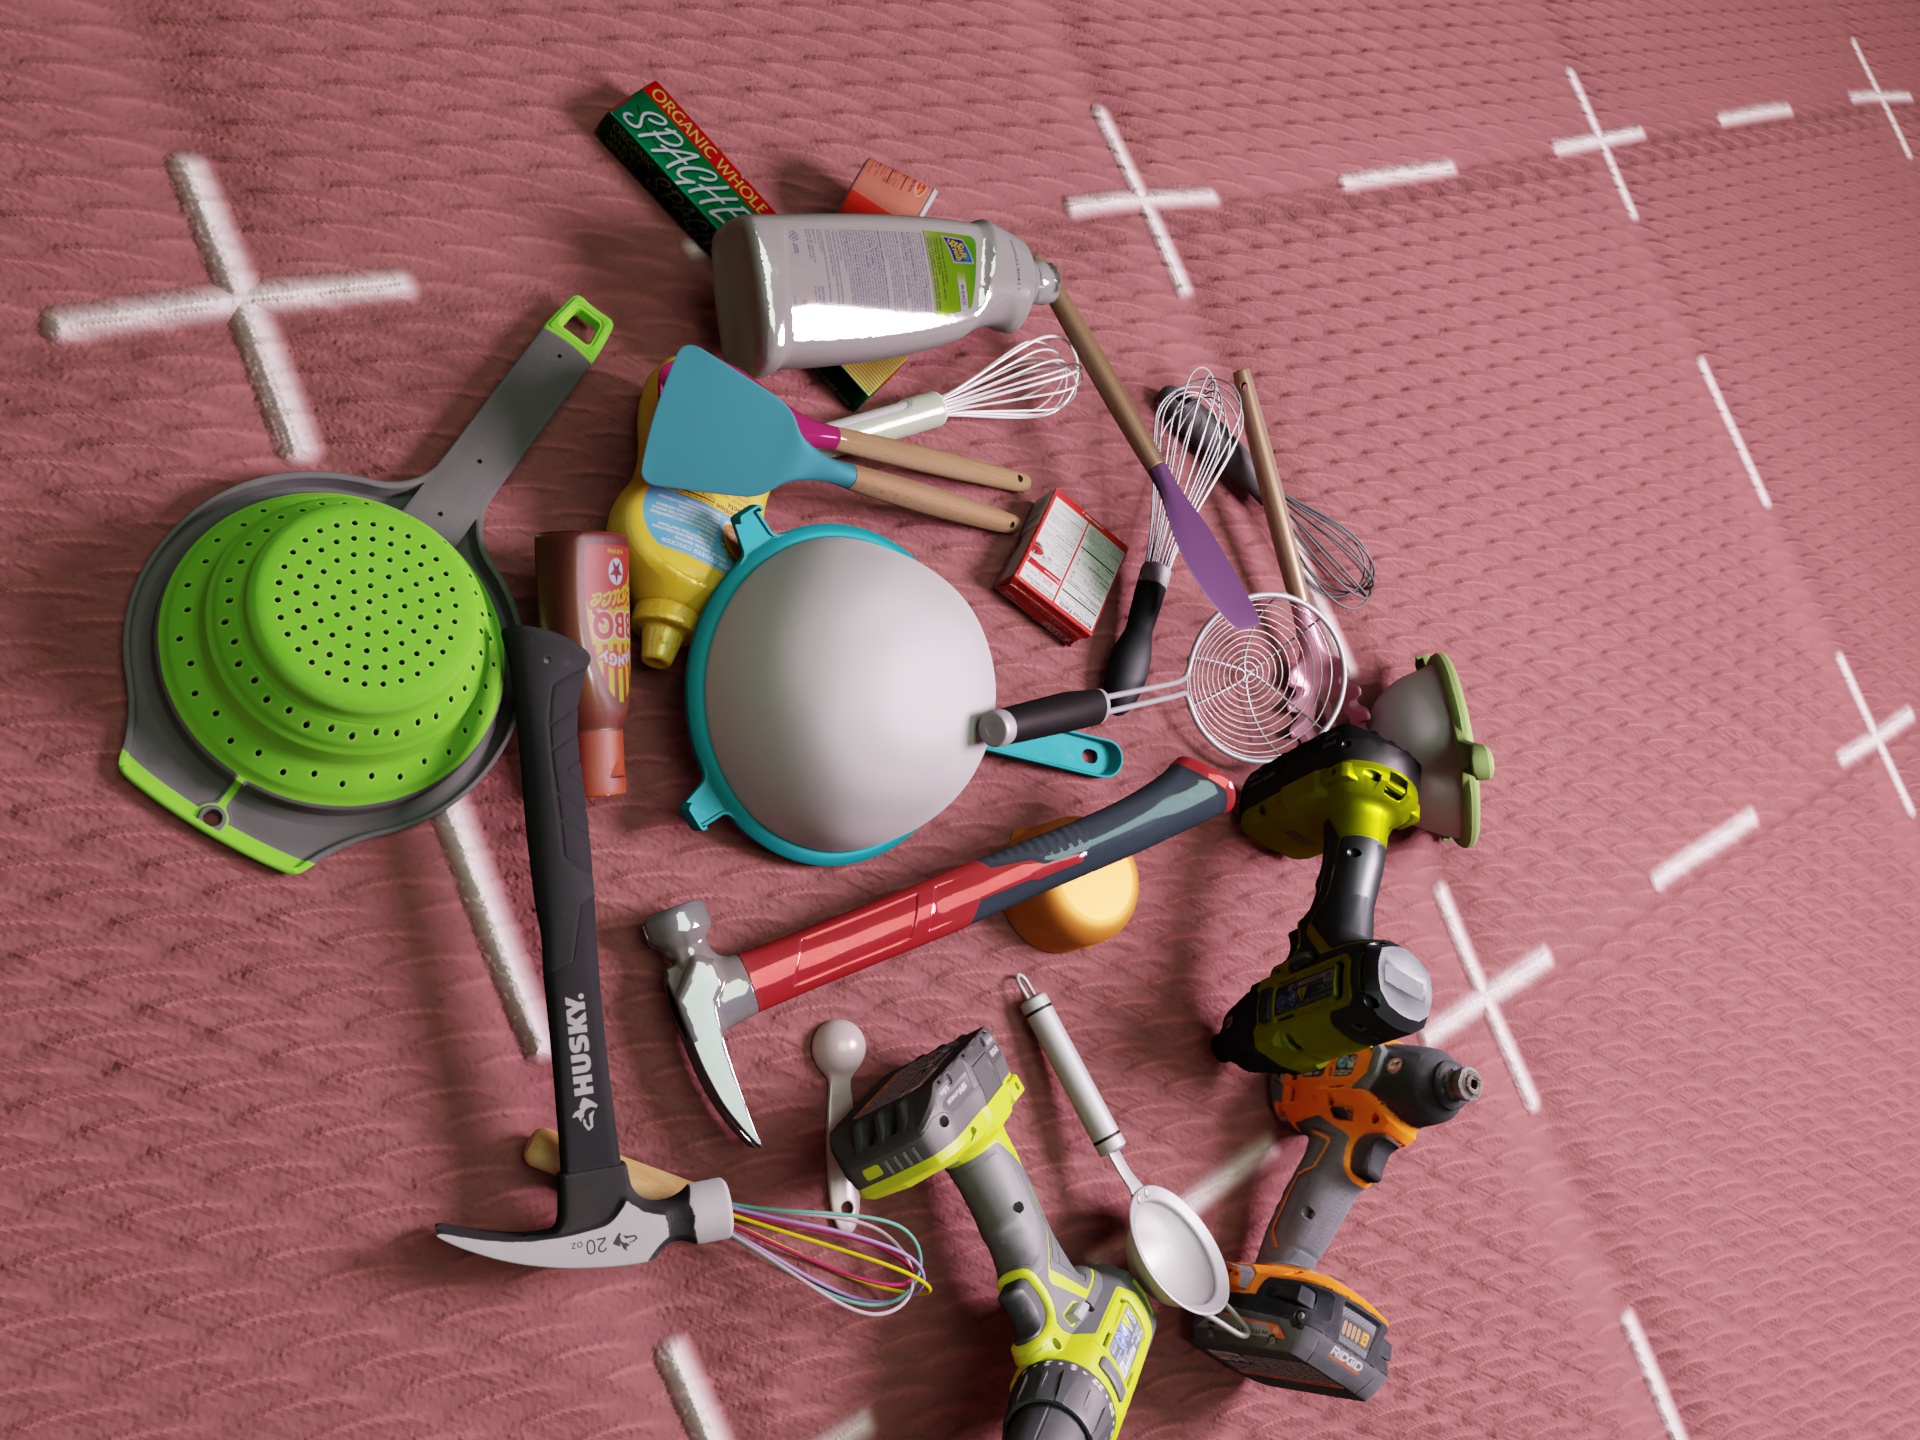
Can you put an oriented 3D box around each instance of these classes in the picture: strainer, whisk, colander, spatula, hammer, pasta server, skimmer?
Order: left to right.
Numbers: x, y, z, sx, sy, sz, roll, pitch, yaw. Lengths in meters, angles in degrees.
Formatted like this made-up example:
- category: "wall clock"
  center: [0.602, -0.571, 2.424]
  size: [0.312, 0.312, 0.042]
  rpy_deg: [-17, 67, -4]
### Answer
- category: "colander"
  center: [-0.286, -0.110, 0.866]
  size: [0.204, 0.094, 0.397]
  rpy_deg: [36, 59, -18]
- category: "hammer"
  center: [-0.210, 0.115, 0.830]
  size: [0.146, 0.035, 0.335]
  rpy_deg: [-5, 83, -20]
- category: "whisk"
  center: [-0.122, 0.273, 0.873]
  size: [0.244, 0.047, 0.051]
  rpy_deg: [27, 84, -18]
- category: "spatula"
  center: [-0.062, -0.155, 1.013]
  size: [0.317, 0.044, 0.082]
  rpy_deg: [8, 104, -53]
- category: "whisk"
  center: [-0.010, -0.220, 1.109]
  size: [0.246, 0.058, 0.059]
  rpy_deg: [-23, 122, -31]
- category: "strainer"
  center: [-0.002, -0.003, 0.989]
  size: [0.340, 0.095, 0.211]
  rpy_deg: [14, 82, -37]
- category: "hammer"
  center: [0.012, 0.119, 0.968]
  size: [0.386, 0.038, 0.143]
  rpy_deg: [-19, 84, -24]
- category: "strainer"
  center: [0.097, 0.274, 1.002]
  size: [0.087, 0.050, 0.258]
  rpy_deg: [-4, 62, -59]
- category: "spatula"
  center: [0.126, -0.201, 1.130]
  size: [0.059, 0.018, 0.316]
  rpy_deg: [-12, 71, -52]
- category: "whisk"
  center: [0.151, -0.133, 1.169]
  size: [0.070, 0.070, 0.285]
  rpy_deg: [25, 71, -24]
- category: "skimmer"
  center: [0.148, -0.016, 1.064]
  size: [0.363, 0.090, 0.127]
  rpy_deg: [-11, 102, -54]
- category: "whisk"
  center: [0.242, -0.177, 1.257]
  size: [0.239, 0.055, 0.055]
  rpy_deg: [43, 57, -8]
- category: "pasta server"
  center: [0.253, -0.116, 1.219]
  size: [0.040, 0.060, 0.316]
  rpy_deg: [-16, 91, -75]
- category: "strainer"
  center: [0.340, 0.028, 1.169]
  size: [0.069, 0.256, 0.151]
  rpy_deg: [-8, 90, 10]

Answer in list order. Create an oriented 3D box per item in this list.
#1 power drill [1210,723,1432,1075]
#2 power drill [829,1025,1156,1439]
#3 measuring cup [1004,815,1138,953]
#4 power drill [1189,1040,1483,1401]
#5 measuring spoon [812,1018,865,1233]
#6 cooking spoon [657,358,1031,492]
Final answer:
- category: "power drill"
  center: [0.242, 0.128, 1.089]
  size: [0.080, 0.171, 0.223]
  rpy_deg: [29, 52, -21]
- category: "power drill"
  center: [0.023, 0.306, 0.894]
  size: [0.228, 0.080, 0.190]
  rpy_deg: [60, 20, 2]
- category: "measuring cup"
  center: [0.103, 0.086, 1.073]
  size: [0.173, 0.052, 0.095]
  rpy_deg: [-35, 94, -33]
- category: "power drill"
  center: [0.248, 0.309, 1.025]
  size: [0.084, 0.164, 0.227]
  rpy_deg: [37, 60, -18]
- category: "measuring spoon"
  center: [-0.067, 0.238, 0.936]
  size: [0.034, 0.018, 0.124]
  rpy_deg: [6, 72, -31]
- category: "cooking spoon"
  center: [-0.063, -0.180, 1.033]
  size: [0.318, 0.017, 0.069]
  rpy_deg: [4, 78, -46]
